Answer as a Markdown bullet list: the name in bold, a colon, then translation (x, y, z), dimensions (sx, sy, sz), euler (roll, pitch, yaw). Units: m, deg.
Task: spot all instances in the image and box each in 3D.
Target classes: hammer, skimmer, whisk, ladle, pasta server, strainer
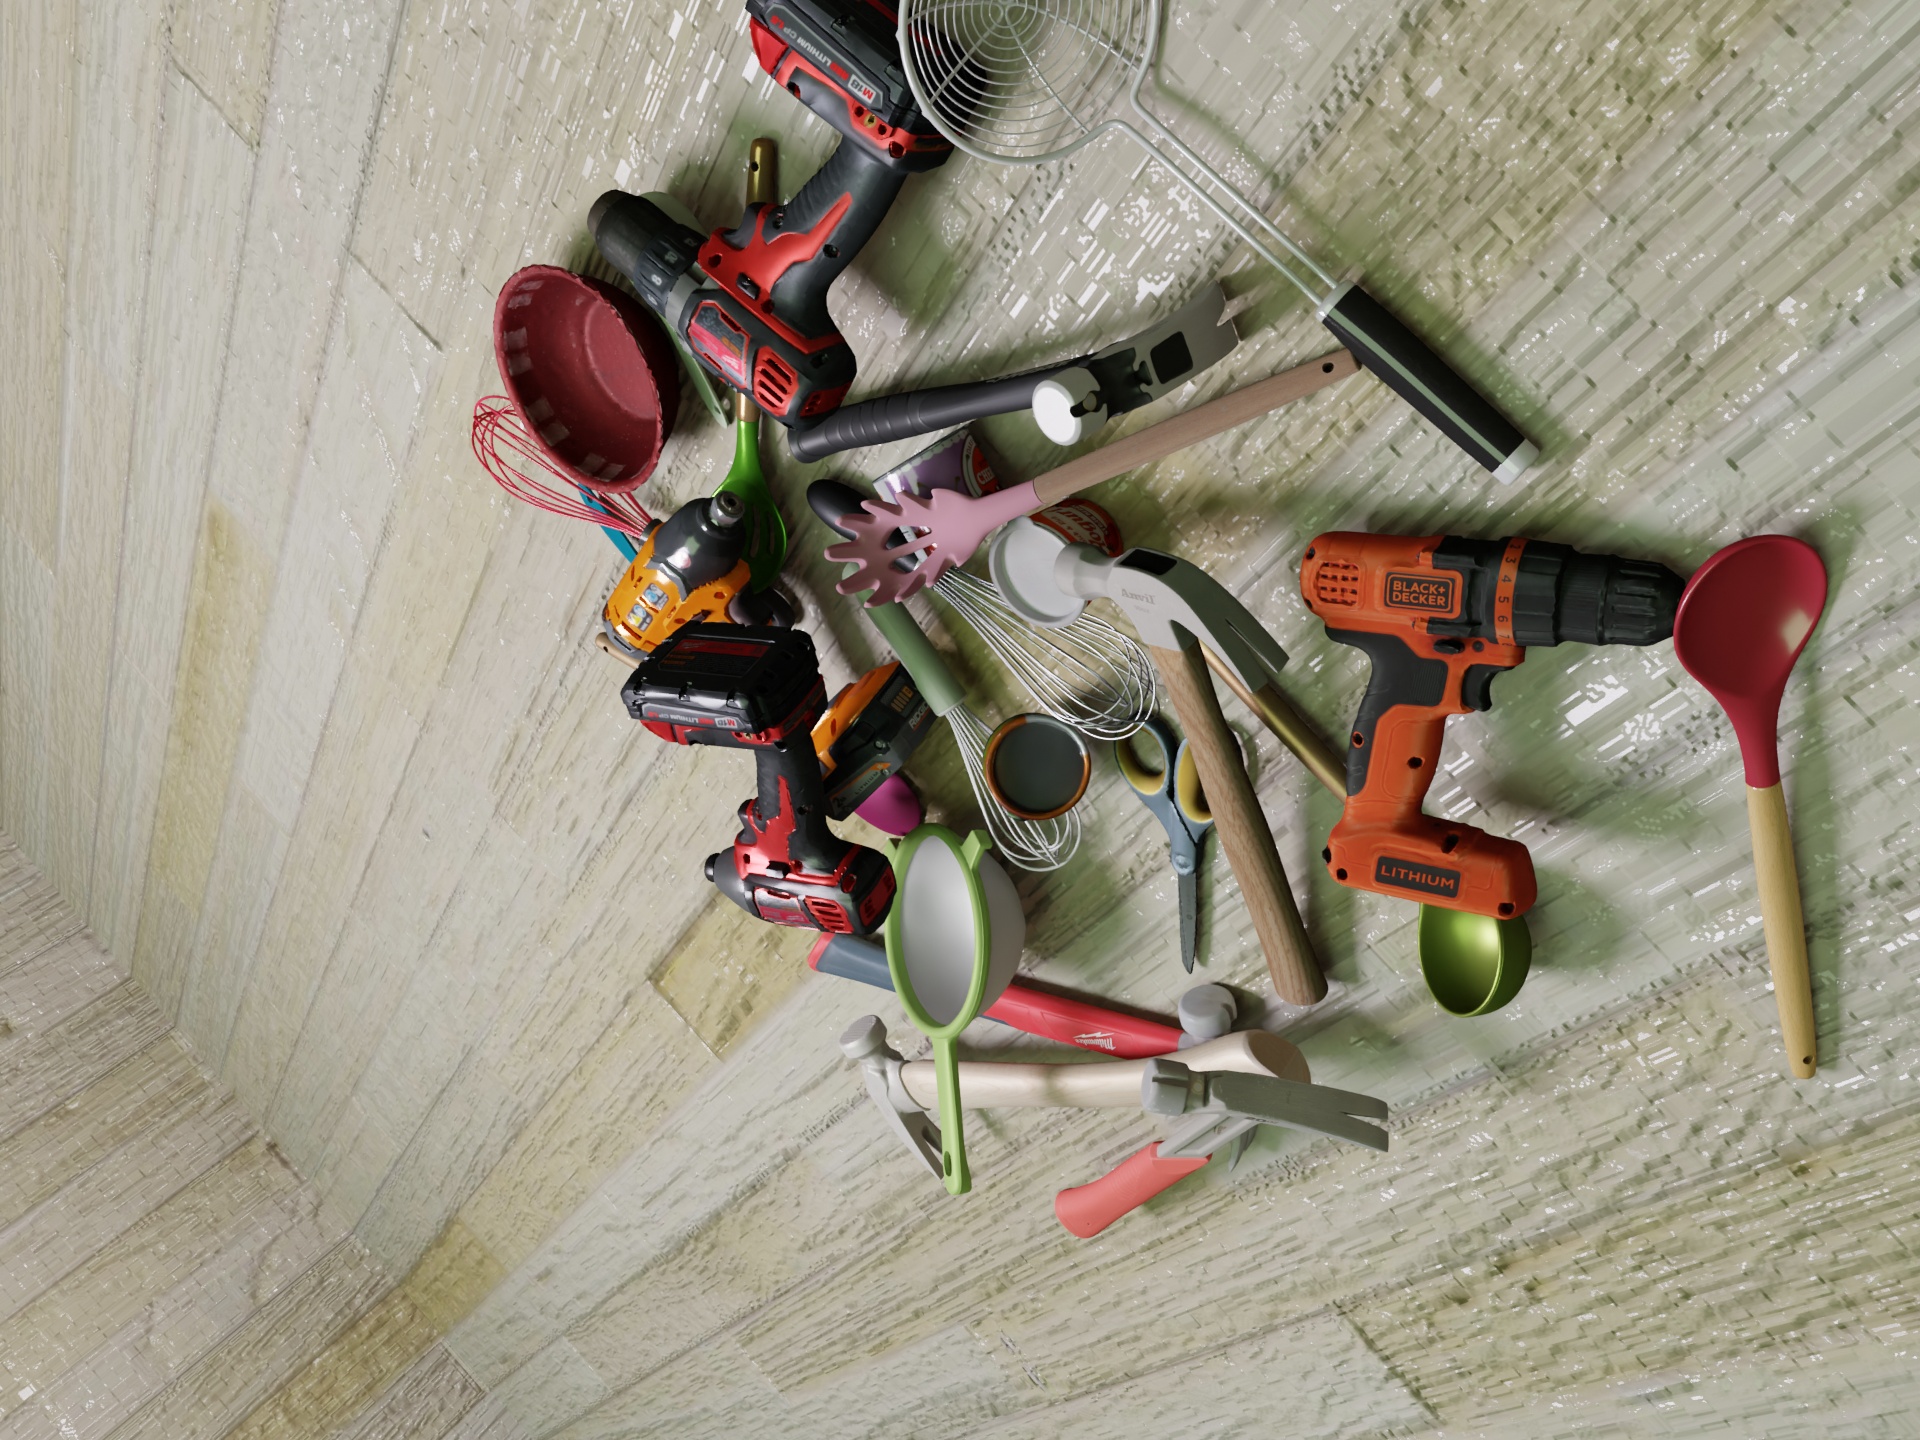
- **hammer**: translation (0.157, 0.044, 0.911), dimensions (0.130, 0.031, 0.331), euler (19, 143, 49)
- **skimmer**: translation (0.128, -0.238, 0.739), dimensions (0.363, 0.090, 0.127), euler (44, 107, 5)
- **whisk**: translation (-0.002, -0.003, 1.047), dimensions (0.059, 0.058, 0.246), euler (-34, 96, 14)
- **ladle**: translation (0.389, 0.050, 0.760), dimensions (0.069, 0.031, 0.315), euler (-18, 115, 6)
- **hammer**: translation (0.005, -0.179, 0.887), dimensions (0.335, 0.146, 0.035), euler (3, 121, 53)
- **hammer**: translation (0.145, 0.302, 1.075), dimensions (0.149, 0.037, 0.359), euler (13, 150, -7)
- **whisk**: translation (-0.242, -0.148, 1.159), dimensions (0.296, 0.073, 0.073), euler (34, 136, 9)
- **hammer**: translation (0.078, 0.266, 1.133), dimensions (0.410, 0.038, 0.146), euler (-16, 111, 47)
- **ladle**: translation (0.200, 0.033, 0.899), dimensions (0.320, 0.062, 0.078), euler (48, 151, 7)
- **hammer**: translation (0.041, 0.225, 1.190), dimensions (0.386, 0.038, 0.143), euler (8, 125, 37)
- **pasta server**: translation (0.063, -0.133, 0.855), dimensions (0.316, 0.040, 0.060), euler (-19, 90, 30)
- **strainer**: translation (0.010, 0.198, 1.118), dimensions (0.151, 0.069, 0.256), euler (-14, 79, 62)
- **whisk**: translation (0.008, -0.077, 0.993), dimensions (0.285, 0.070, 0.070), euler (36, 137, 24)

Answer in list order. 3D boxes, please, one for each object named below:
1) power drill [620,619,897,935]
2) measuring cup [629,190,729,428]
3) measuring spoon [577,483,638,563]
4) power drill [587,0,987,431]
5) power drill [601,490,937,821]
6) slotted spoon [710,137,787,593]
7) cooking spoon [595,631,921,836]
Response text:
- **power drill**: translation (-0.134, 0.046, 1.053), dimensions (0.143, 0.079, 0.219), euler (6, 129, 29)
- **measuring cup**: translation (-0.172, -0.265, 1.032), dimensions (0.083, 0.038, 0.167), euler (32, 155, 40)
- **measuring spoon**: translation (-0.247, -0.136, 1.204), dimensions (0.129, 0.021, 0.042), euler (51, 146, 14)
- **power drill**: translation (-0.107, -0.297, 0.879), dimensions (0.188, 0.080, 0.226), euler (41, 126, 11)
- **power drill**: translation (-0.124, -0.049, 1.076), dimensions (0.226, 0.084, 0.164), euler (40, 138, -6)
- **slotted spoon**: translation (-0.135, -0.220, 1.032), dimensions (0.070, 0.031, 0.313), euler (23, 130, 18)
- **cooking spoon**: translation (-0.161, 0.004, 1.222), dimensions (0.319, 0.017, 0.068), euler (28, 134, 22)
